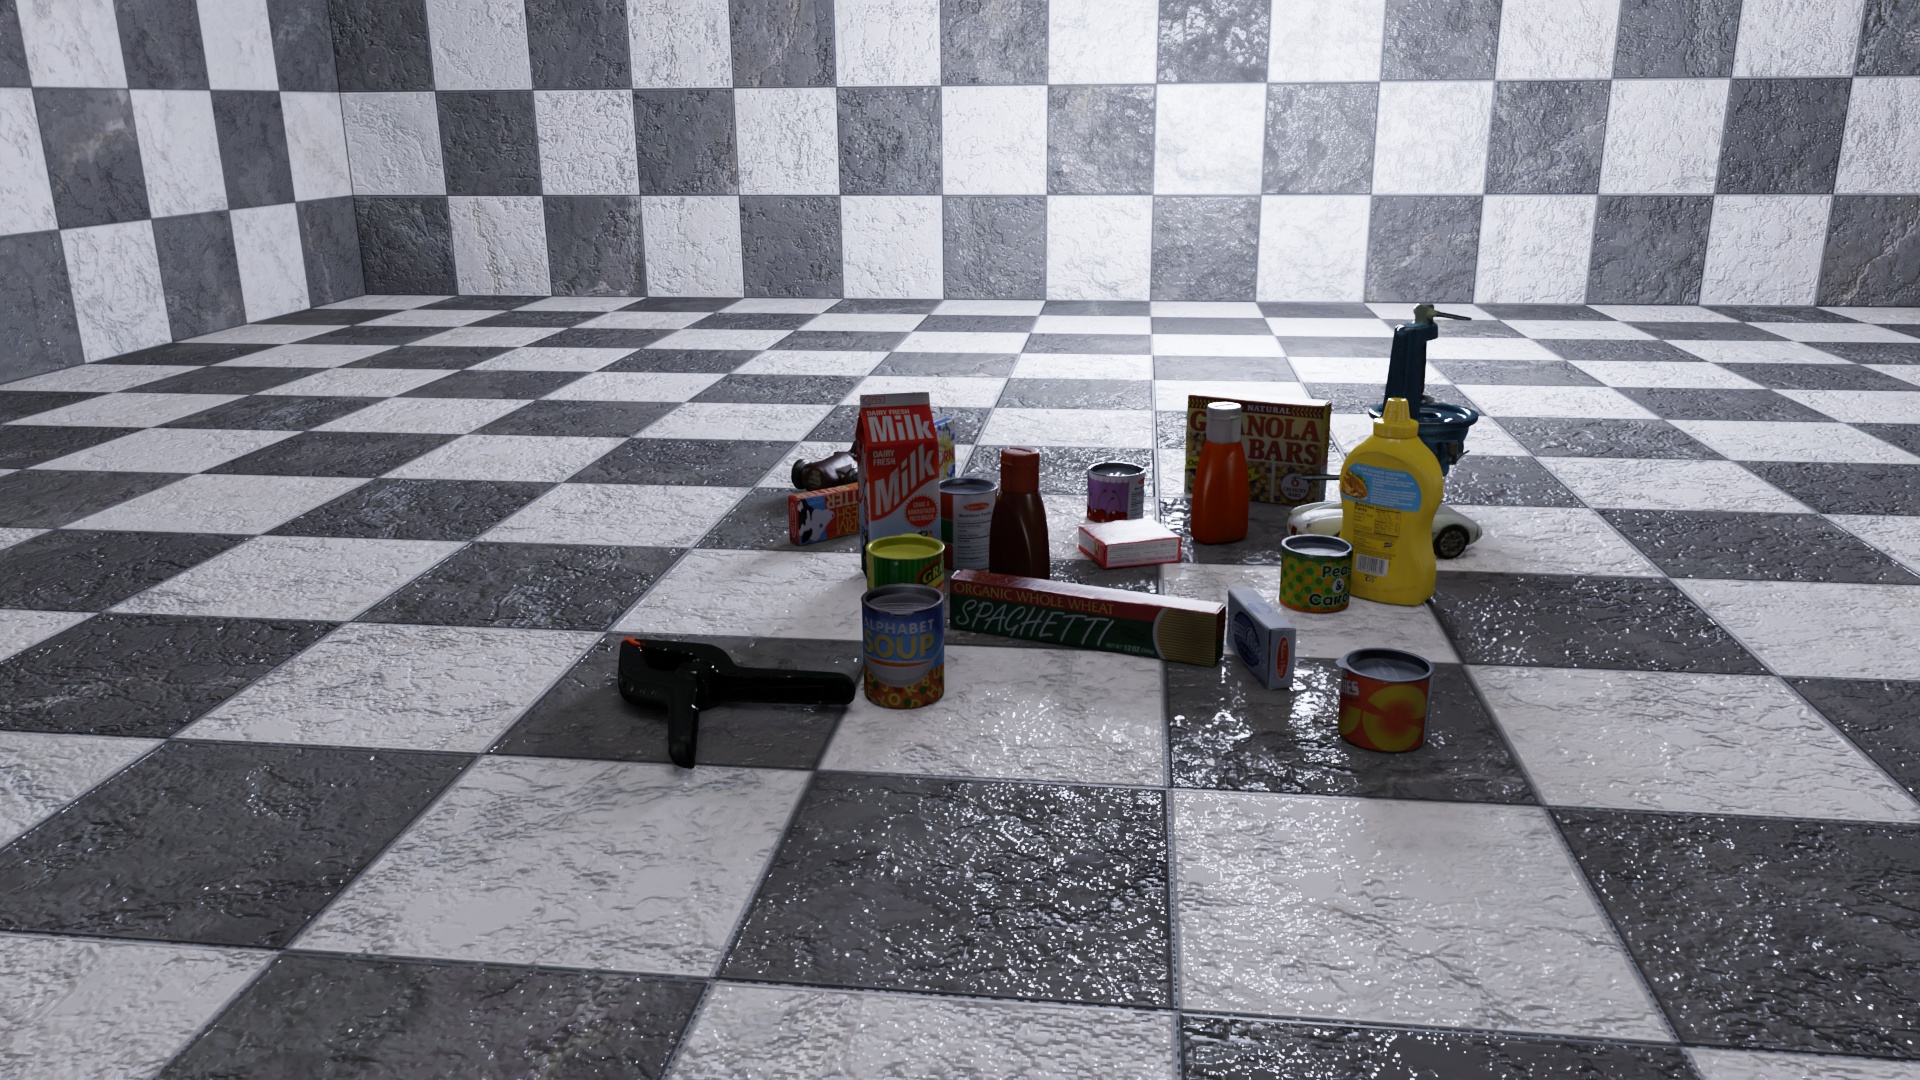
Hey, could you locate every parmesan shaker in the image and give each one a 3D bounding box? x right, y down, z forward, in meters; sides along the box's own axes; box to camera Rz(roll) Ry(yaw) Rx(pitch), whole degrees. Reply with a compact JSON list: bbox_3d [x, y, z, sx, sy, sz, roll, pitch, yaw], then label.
[{"bbox_3d":[-0.046,0.053,1.179,0.071,0.102,0.071,0,17,0],"label":"parmesan shaker"}]

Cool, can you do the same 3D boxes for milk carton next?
[{"bbox_3d":[-0.062,-0.052,1.369,0.072,0.189,0.073,-4,17,-13],"label":"milk carton"}]

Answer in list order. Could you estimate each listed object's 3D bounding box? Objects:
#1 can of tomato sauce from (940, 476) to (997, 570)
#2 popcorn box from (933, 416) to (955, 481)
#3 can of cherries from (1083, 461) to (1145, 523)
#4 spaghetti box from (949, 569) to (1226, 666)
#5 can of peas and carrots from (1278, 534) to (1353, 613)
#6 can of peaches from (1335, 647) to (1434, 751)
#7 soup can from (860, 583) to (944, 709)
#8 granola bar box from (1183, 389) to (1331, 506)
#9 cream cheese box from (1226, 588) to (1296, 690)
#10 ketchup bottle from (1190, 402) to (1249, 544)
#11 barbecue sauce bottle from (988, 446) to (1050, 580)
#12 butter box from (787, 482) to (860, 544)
[{"bbox_3d":[0.005,-0.018,1.438,0.071,0.082,0.071,0,17,0],"label":"can of tomato sauce"},{"bbox_3d":[-0.051,-0.097,1.688,0.038,0.085,0.127,8,19,27],"label":"popcorn box"},{"bbox_3d":[0.175,-0.055,1.592,0.071,0.058,0.072,0,17,0],"label":"can of cherries"},{"bbox_3d":[0.106,0.066,1.221,0.250,0.050,0.029,7,19,23],"label":"spaghetti box"},{"bbox_3d":[0.337,0.032,1.311,0.071,0.058,0.071,0,17,0],"label":"can of peas and carrots"},{"bbox_3d":[0.314,0.118,1.036,0.071,0.058,0.071,0,17,0],"label":"can of peaches"},{"bbox_3d":[-0.046,0.085,1.109,0.071,0.083,0.071,0,17,0],"label":"soup can"},{"bbox_3d":[0.352,-0.111,1.656,0.165,0.123,0.039,8,19,25],"label":"granola bar box"},{"bbox_3d":[0.251,0.081,1.165,0.024,0.053,0.104,-3,17,-8],"label":"cream cheese box"},{"bbox_3d":[0.282,-0.073,1.495,0.065,0.148,0.043,-9,19,-26],"label":"ketchup bottle"},{"bbox_3d":[0.056,-0.013,1.313,0.044,0.148,0.065,-15,22,-40],"label":"barbecue sauce bottle"},{"bbox_3d":[-0.141,-0.031,1.533,0.104,0.053,0.024,-13,21,-36],"label":"butter box"}]
